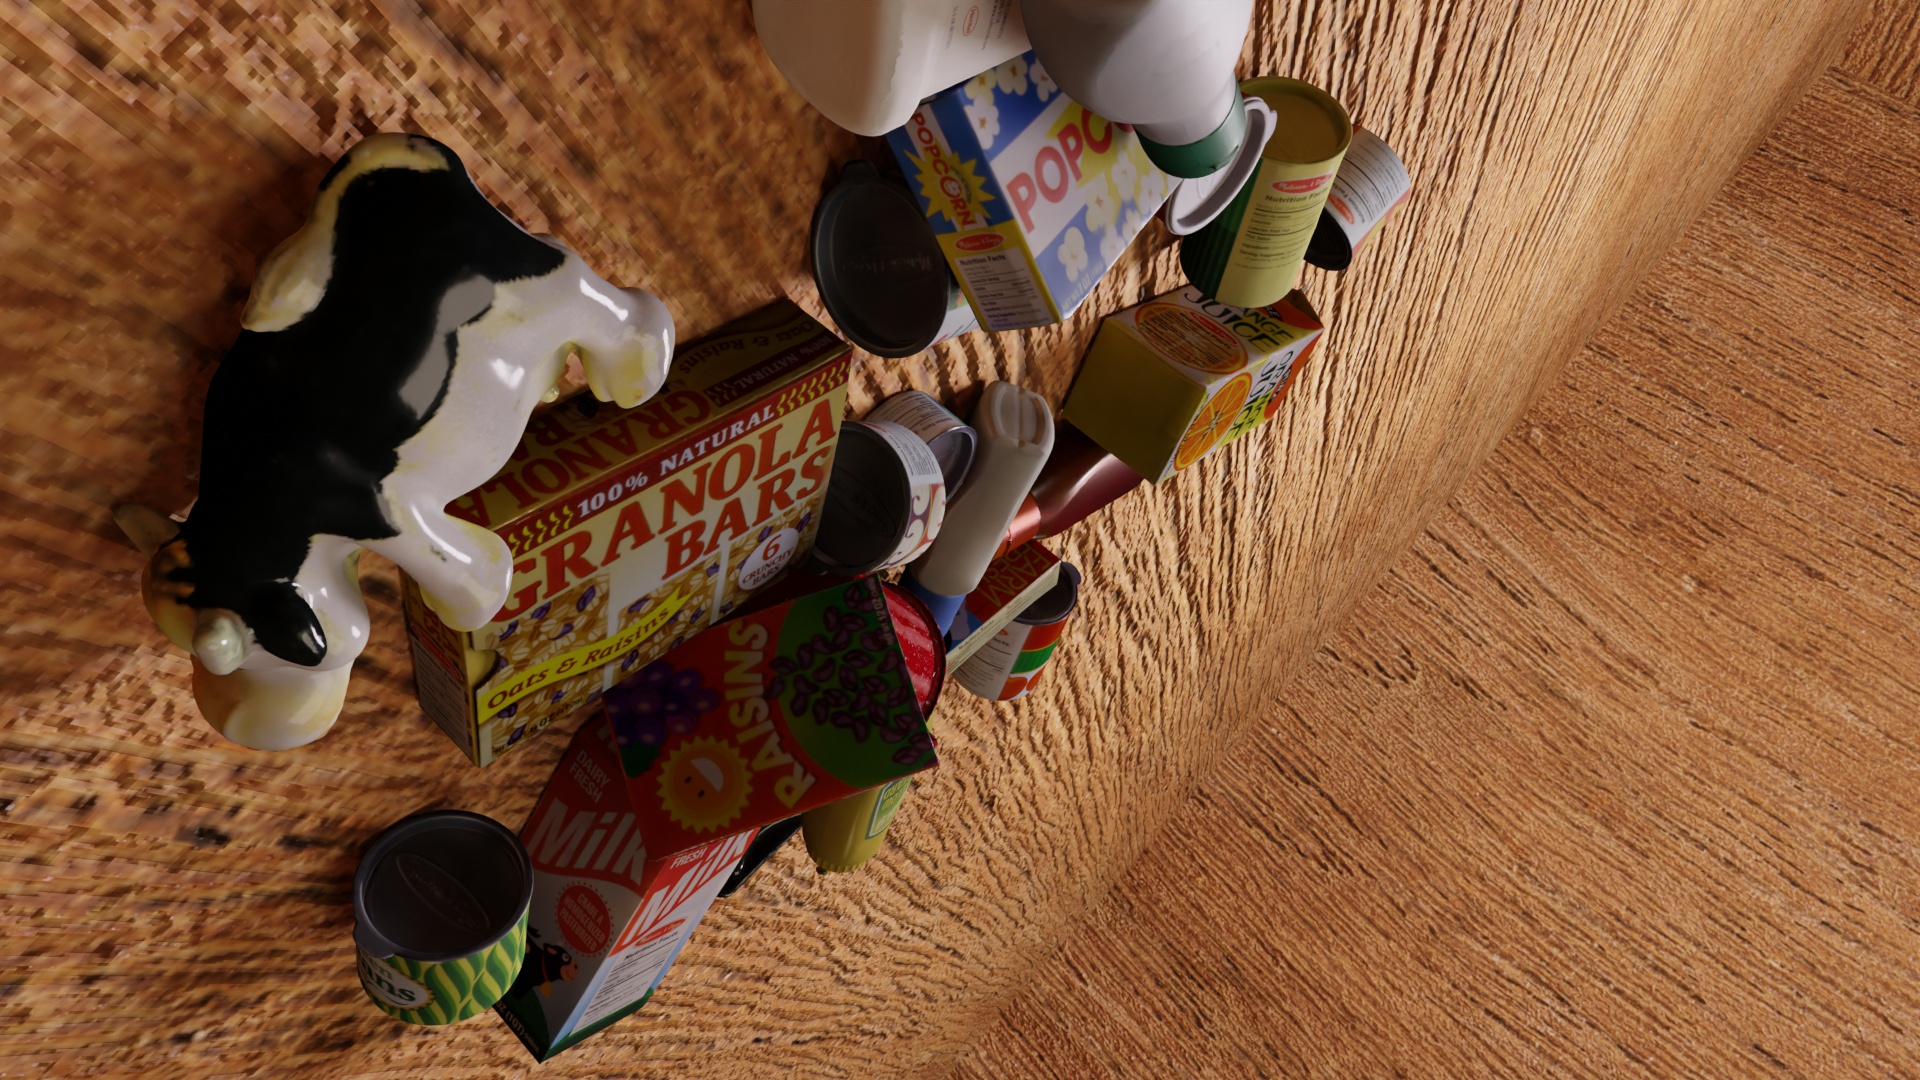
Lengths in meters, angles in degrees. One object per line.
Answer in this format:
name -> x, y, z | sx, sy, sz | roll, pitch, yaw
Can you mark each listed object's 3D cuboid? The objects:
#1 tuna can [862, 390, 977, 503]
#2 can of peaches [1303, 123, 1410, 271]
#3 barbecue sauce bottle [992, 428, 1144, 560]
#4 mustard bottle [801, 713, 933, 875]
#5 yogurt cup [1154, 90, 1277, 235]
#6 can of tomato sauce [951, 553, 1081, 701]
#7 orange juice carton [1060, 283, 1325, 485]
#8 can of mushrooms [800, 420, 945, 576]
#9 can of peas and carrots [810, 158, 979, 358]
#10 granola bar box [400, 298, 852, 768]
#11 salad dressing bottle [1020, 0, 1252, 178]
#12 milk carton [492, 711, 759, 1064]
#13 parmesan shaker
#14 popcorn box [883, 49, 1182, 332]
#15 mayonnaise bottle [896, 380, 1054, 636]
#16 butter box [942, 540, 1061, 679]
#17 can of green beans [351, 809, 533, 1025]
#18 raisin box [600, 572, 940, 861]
tuna can -> -0.026, -0.034, 0.654 | 0.071, 0.033, 0.070 | -41, 158, -21
can of peaches -> 0.222, -0.204, 0.826 | 0.058, 0.071, 0.071 | -47, 160, -9
barbecue sauce bottle -> 0.056, -0.031, 0.816 | 0.149, 0.044, 0.064 | -30, 152, -41
mustard bottle -> -0.059, 0.143, 0.778 | 0.065, 0.049, 0.159 | -42, 158, -45
yogurt cup -> 0.096, -0.179, 0.621 | 0.072, 0.054, 0.072 | -41, 158, -21
can of tomato sauce -> 0.032, 0.051, 0.878 | 0.071, 0.071, 0.082 | -33, 155, -38
orange juice carton -> 0.152, -0.107, 0.837 | 0.193, 0.073, 0.071 | -28, 151, -46
can of mushrooms -> -0.043, -0.017, 0.601 | 0.070, 0.071, 0.033 | -58, 159, 21
can of peas and carrots -> -0.012, -0.108, 0.509 | 0.059, 0.071, 0.070 | -29, 152, -44
granola bar box -> -0.118, -0.004, 0.508 | 0.166, 0.039, 0.123 | -34, 154, -37
salad dressing bottle -> 0.059, -0.146, 0.410 | 0.064, 0.044, 0.147 | -42, 166, 10
milk carton -> -0.154, 0.144, 0.650 | 0.190, 0.072, 0.073 | -56, 159, 21
parmesan shaker -> 0.154, -0.180, 0.727 | 0.071, 0.071, 0.102 | -39, 158, -27
popcorn box -> 0.034, -0.142, 0.481 | 0.127, 0.038, 0.085 | -52, 125, -36
mayonnaise bottle -> 0.003, -0.009, 0.725 | 0.065, 0.041, 0.147 | -86, -162, -52
butter box -> 0.006, 0.031, 0.808 | 0.104, 0.053, 0.024 | -38, 154, -30
can of green beans -> -0.208, 0.152, 0.558 | 0.071, 0.071, 0.057 | -31, 153, -41
raisin box -> -0.080, 0.072, 0.578 | 0.123, 0.086, 0.040 | -18, 173, -5
